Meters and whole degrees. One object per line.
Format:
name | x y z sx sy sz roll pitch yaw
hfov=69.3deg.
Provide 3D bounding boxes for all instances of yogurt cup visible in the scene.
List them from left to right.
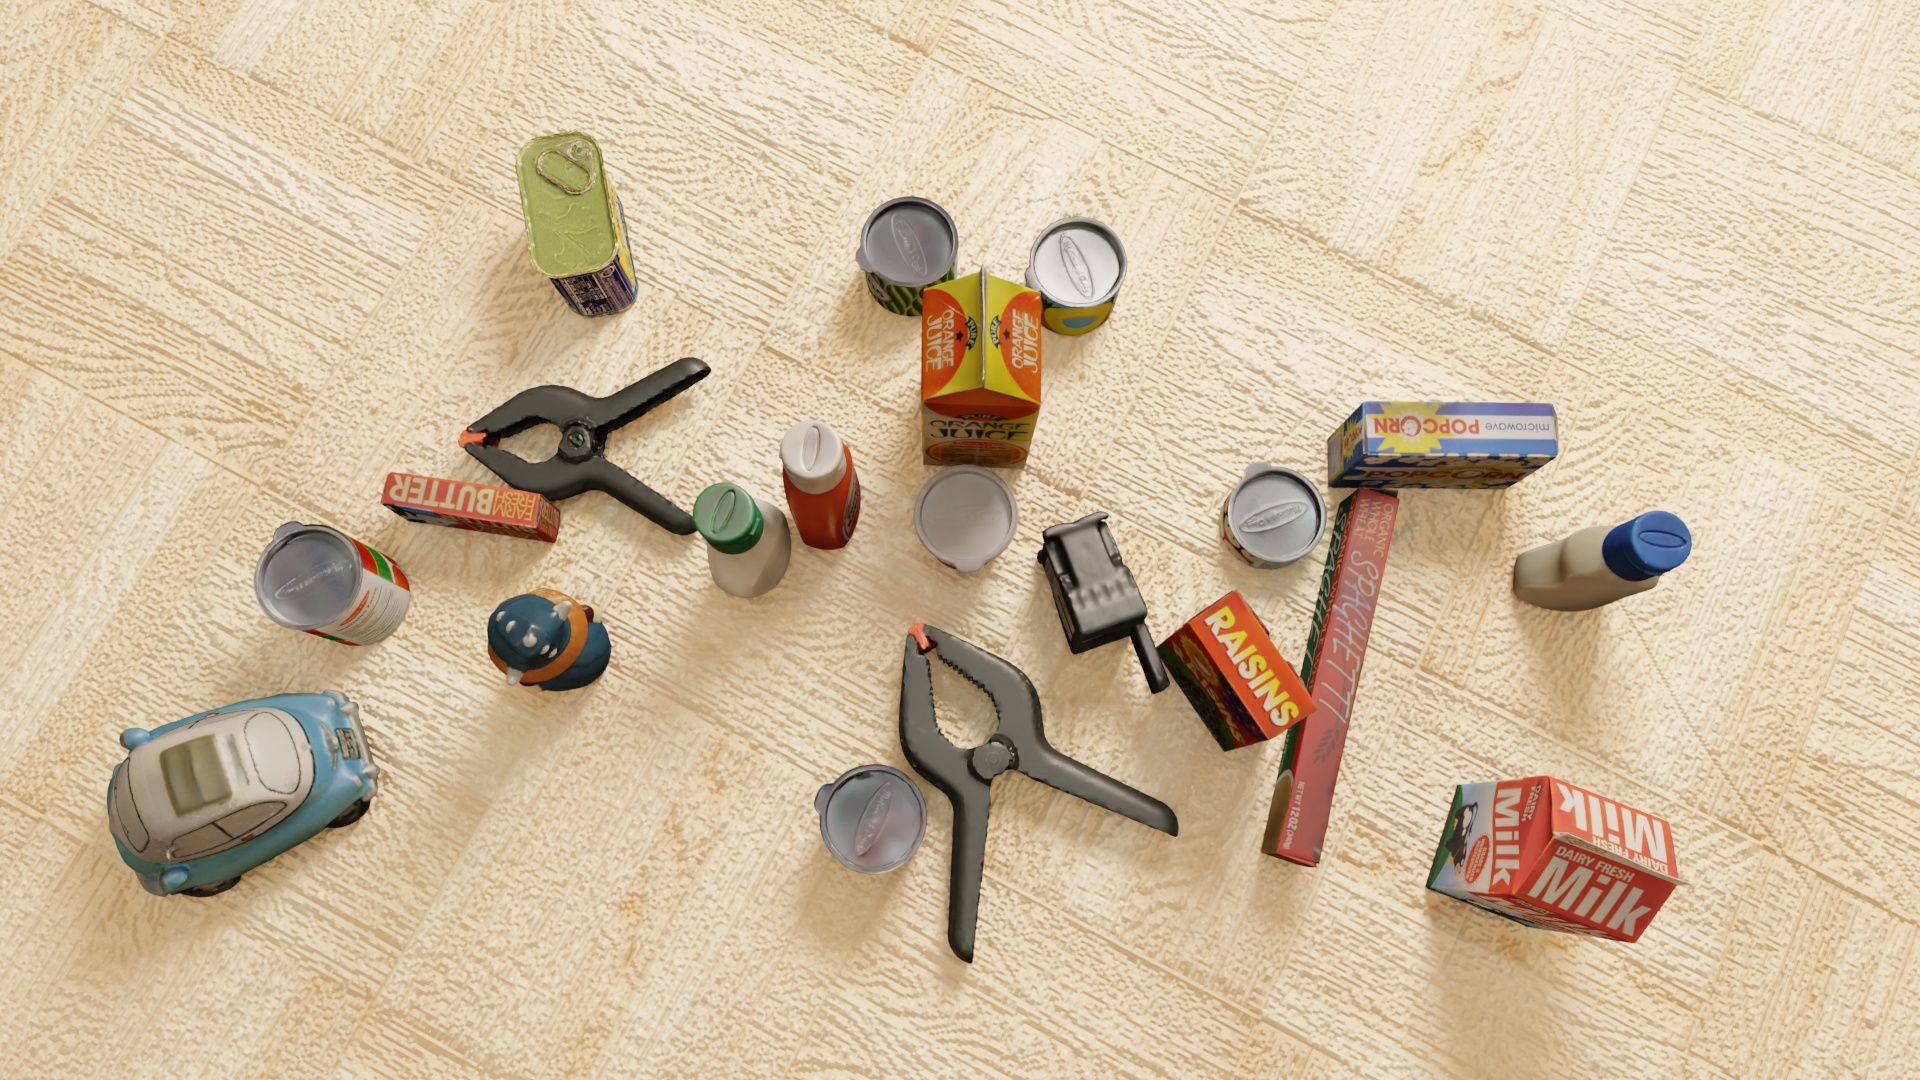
yogurt cup | 0.003 -0.012 0.921 0.072 0.054 0.072 0 78 -1

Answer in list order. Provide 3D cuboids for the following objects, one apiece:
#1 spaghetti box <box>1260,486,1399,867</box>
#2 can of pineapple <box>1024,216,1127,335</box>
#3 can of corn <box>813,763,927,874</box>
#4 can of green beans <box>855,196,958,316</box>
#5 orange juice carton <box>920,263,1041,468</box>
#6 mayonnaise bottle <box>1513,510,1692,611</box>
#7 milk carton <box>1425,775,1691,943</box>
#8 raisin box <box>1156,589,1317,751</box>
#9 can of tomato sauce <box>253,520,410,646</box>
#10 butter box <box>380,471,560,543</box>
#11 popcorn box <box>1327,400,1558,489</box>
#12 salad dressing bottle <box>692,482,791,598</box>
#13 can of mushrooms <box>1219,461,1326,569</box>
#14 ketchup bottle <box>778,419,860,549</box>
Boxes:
spaghetti box | 0.241 0.086 0.906 0.029 0.050 0.250 16 78 2
can of pineapple | 0.077 -0.181 0.958 0.071 0.057 0.071 0 78 -1
can of corn | -0.056 0.175 0.877 0.071 0.058 0.071 0 78 -1
can of green beans | -0.035 -0.195 0.959 0.071 0.057 0.071 0 78 -1
orange juice carton | 0.011 -0.103 0.871 0.073 0.192 0.072 1 78 -1
mayonnaise bottle | 0.405 0.014 0.875 0.065 0.148 0.041 9 78 1
milk carton | 0.346 0.185 0.814 0.072 0.190 0.073 21 79 4
raisin box | 0.169 0.084 0.867 0.040 0.123 0.086 -31 80 -7
can of tomato sauce | -0.401 0.029 0.890 0.071 0.083 0.071 0 78 -1
butter box | -0.321 -0.021 0.917 0.103 0.053 0.024 9 78 1
popcorn box | 0.317 -0.062 0.922 0.127 0.085 0.038 1 78 -1
salad dressing bottle | -0.137 -0.002 0.868 0.044 0.147 0.064 21 79 3
can of mushrooms | 0.209 -0.017 0.936 0.071 0.033 0.071 0 78 -1
ketchup bottle | -0.089 -0.038 0.877 0.043 0.148 0.065 6 78 0
